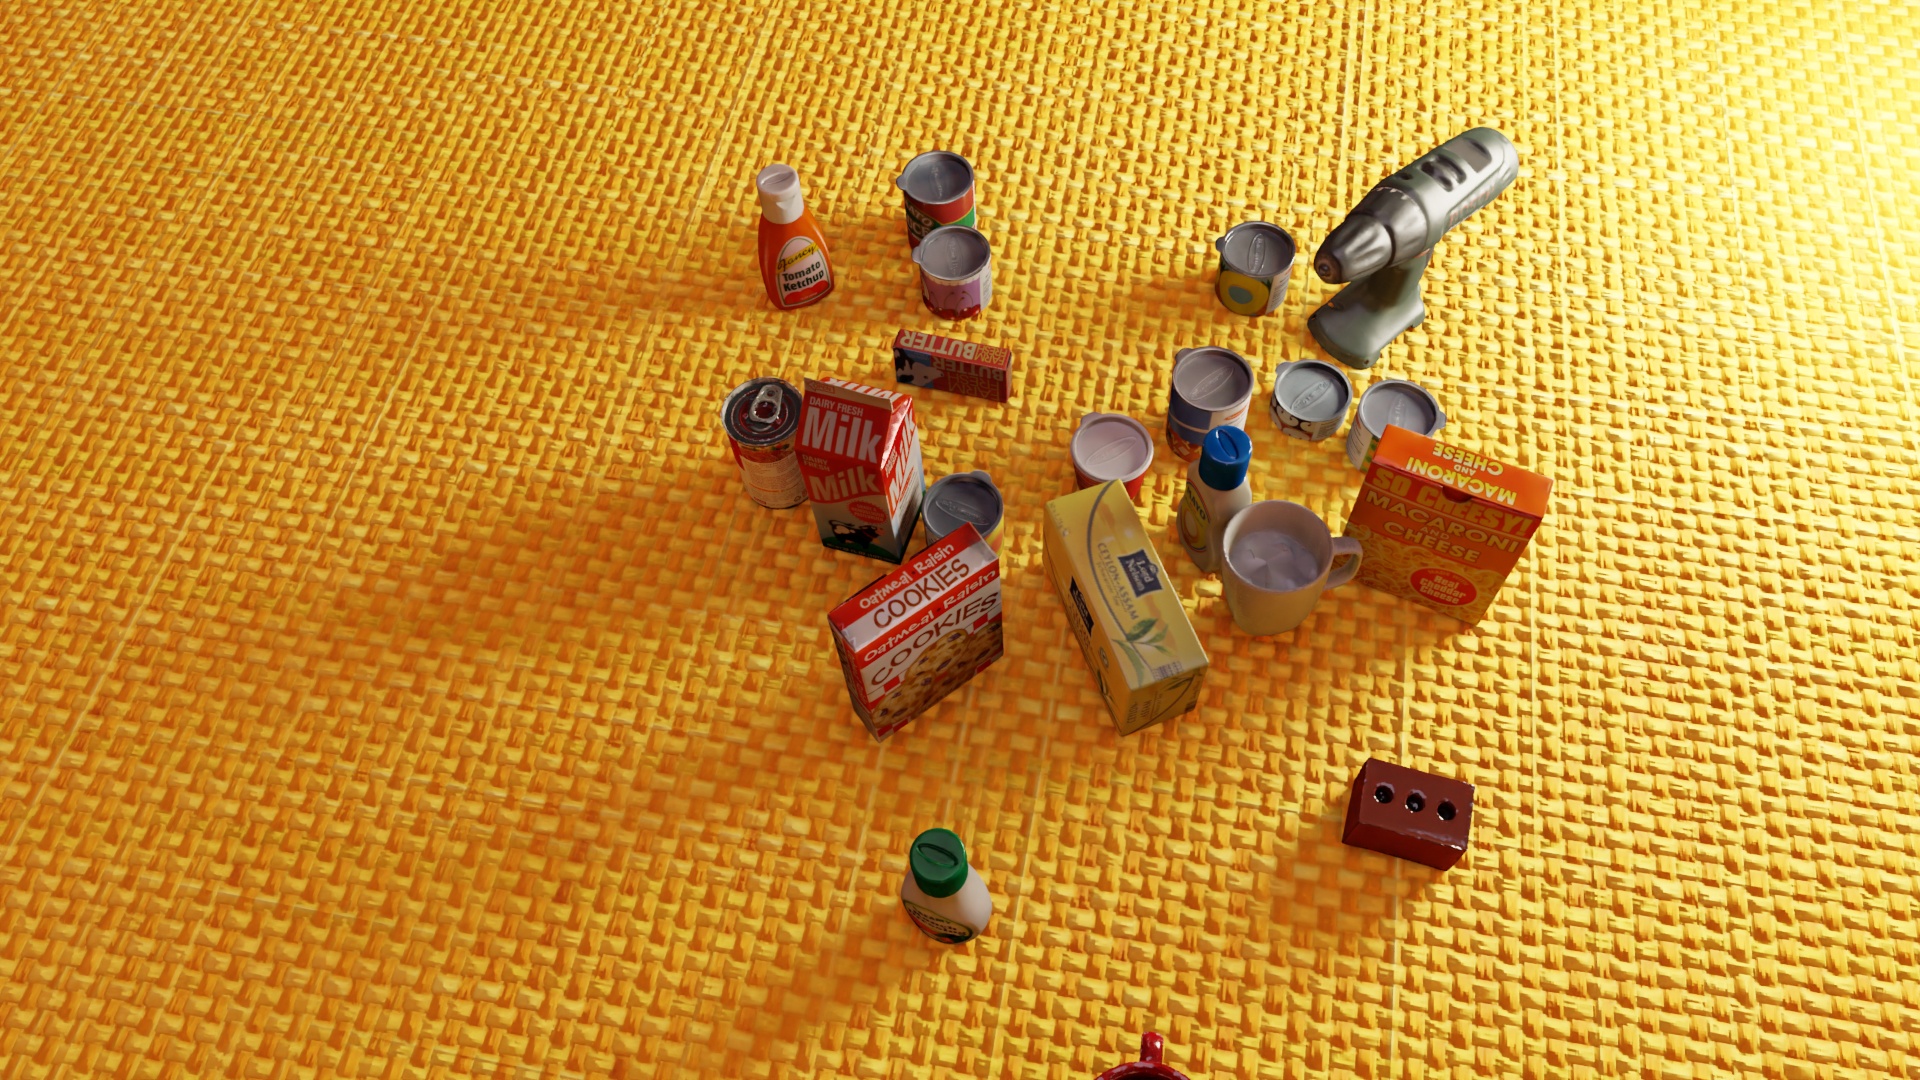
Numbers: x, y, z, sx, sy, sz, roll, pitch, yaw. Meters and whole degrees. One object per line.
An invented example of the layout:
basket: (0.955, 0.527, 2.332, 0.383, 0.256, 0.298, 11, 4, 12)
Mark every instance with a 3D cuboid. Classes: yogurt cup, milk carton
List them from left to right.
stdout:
milk carton: (-0.077, -0.063, 1.090, 0.072, 0.189, 0.074, 14, 62, 11)
yogurt cup: (0.125, -0.064, 1.158, 0.072, 0.053, 0.073, -1, 60, 2)

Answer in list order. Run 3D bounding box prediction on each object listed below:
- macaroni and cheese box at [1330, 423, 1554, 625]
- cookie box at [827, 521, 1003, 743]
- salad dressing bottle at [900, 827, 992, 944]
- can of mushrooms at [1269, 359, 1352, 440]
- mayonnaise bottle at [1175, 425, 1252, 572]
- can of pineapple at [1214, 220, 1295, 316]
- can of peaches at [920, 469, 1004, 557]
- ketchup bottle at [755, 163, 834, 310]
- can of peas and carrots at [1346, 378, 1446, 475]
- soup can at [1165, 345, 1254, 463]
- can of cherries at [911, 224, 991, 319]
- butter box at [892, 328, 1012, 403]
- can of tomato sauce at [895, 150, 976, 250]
macaroni and cheese box: (0.358, -0.008, 1.049, 0.124, 0.165, 0.040, 21, 64, 14)
cookie box: (-0.029, 0.070, 1.023, 0.123, 0.166, 0.040, -34, 64, -15)
salad dressing bottle: (-0.012, 0.233, 0.939, 0.064, 0.147, 0.044, 21, 64, 14)
can of mushrooms: (0.299, -0.122, 1.195, 0.071, 0.033, 0.071, -1, 60, 2)
mayonnaise bottle: (0.199, -0.035, 1.083, 0.041, 0.147, 0.065, -21, 61, -8)
can of pineapple: (0.264, -0.246, 1.254, 0.071, 0.057, 0.071, -1, 60, 2)
can of peaches: (0.004, -0.014, 1.133, 0.071, 0.057, 0.071, -1, 60, 2)
ketchup bottle: (-0.153, -0.270, 1.238, 0.065, 0.148, 0.044, -24, 62, -10)
can of peas and carrots: (0.363, -0.091, 1.159, 0.071, 0.058, 0.071, -1, 60, 2)
soup can: (0.206, -0.114, 1.166, 0.071, 0.083, 0.071, -1, 60, 2)
can of cherries: (-0.007, -0.244, 1.267, 0.071, 0.058, 0.072, -1, 60, 2)
butter box: (-0.006, -0.153, 1.217, 0.103, 0.053, 0.024, 12, 62, 10)
can of tomato sauce: (-0.021, -0.308, 1.291, 0.071, 0.082, 0.071, -1, 60, 2)
